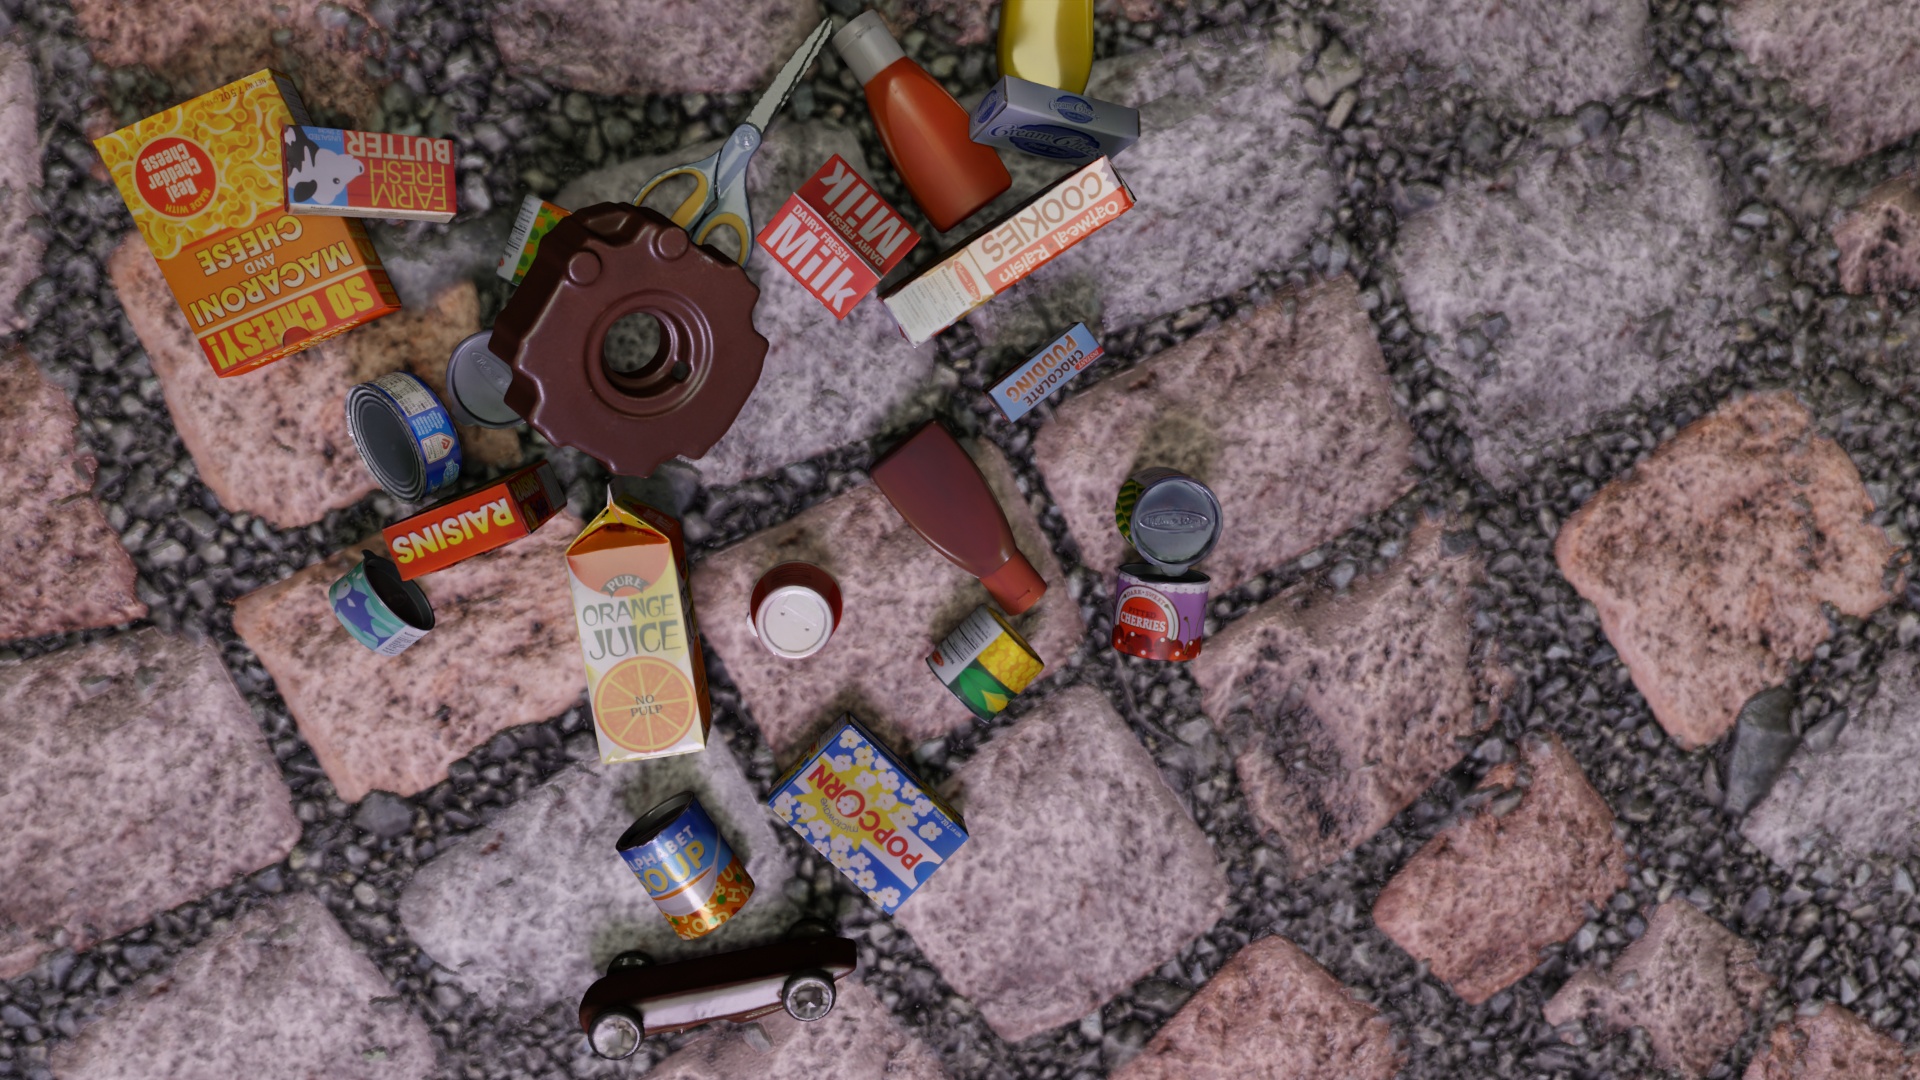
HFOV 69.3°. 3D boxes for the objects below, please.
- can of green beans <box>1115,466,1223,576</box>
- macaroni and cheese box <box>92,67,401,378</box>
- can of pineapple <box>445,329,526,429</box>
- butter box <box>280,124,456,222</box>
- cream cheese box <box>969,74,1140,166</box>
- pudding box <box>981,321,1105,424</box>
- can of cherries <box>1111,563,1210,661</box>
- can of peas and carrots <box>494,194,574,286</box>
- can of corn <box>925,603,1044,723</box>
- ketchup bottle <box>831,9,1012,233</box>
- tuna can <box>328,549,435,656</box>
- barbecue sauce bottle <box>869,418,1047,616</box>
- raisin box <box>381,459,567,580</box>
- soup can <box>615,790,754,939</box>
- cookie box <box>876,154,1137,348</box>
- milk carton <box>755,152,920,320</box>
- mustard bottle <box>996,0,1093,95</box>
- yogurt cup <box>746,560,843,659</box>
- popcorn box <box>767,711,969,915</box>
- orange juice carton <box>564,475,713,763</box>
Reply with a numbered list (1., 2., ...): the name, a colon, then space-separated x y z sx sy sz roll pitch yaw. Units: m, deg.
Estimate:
1. can of green beans: 0.148 -0.017 0.994 0.071 0.058 0.071 -1 100 -5
2. macaroni and cheese box: -0.469 -0.207 0.919 0.124 0.040 0.166 -23 101 0
3. can of pineapple: -0.308 -0.110 0.940 0.071 0.058 0.071 -1 99 -4
4. butter box: -0.384 -0.238 0.904 0.104 0.024 0.053 -4 90 -32
5. cream cheese box: 0.063 -0.278 0.929 0.104 0.053 0.024 6 76 -26
6. pudding box: 0.057 -0.118 0.974 0.084 0.050 0.030 -37 99 1
7. can of cherries: 0.142 0.051 0.998 0.071 0.071 0.058 5 100 -6
8. can of peas and carrots: -0.266 -0.190 0.927 0.071 0.071 0.058 22 97 -8
9. can of corn: 0.020 0.089 0.998 0.071 0.071 0.058 44 94 -10
10. ketchup bottle: -0.030 -0.286 0.941 0.065 0.043 0.148 -36 100 -3
11. tuna can: -0.399 0.043 0.954 0.033 0.071 0.071 -38 101 3
12. barbecue sauce bottle: 0.004 -0.012 0.990 0.065 0.044 0.148 -39 101 3
13. raisin box: -0.319 -0.015 0.922 0.086 0.123 0.040 -20 101 -1
14. soup can: -0.198 0.235 1.000 0.071 0.071 0.083 -32 101 1
15. cookie box: 0.026 -0.190 0.922 0.167 0.123 0.040 -33 102 1
16. milk carton: -0.077 -0.190 0.878 0.072 0.191 0.073 43 94 -10
17. mustard bottle: 0.060 -0.374 0.932 0.065 0.049 0.160 4 98 -6
18. yogurt cup: -0.117 0.052 0.985 0.072 0.054 0.072 -1 99 -5
19. popcorn box: -0.068 0.200 1.022 0.126 0.038 0.085 44 92 -10
20. orange juice carton: -0.225 0.050 0.967 0.073 0.072 0.192 -8 100 -4
